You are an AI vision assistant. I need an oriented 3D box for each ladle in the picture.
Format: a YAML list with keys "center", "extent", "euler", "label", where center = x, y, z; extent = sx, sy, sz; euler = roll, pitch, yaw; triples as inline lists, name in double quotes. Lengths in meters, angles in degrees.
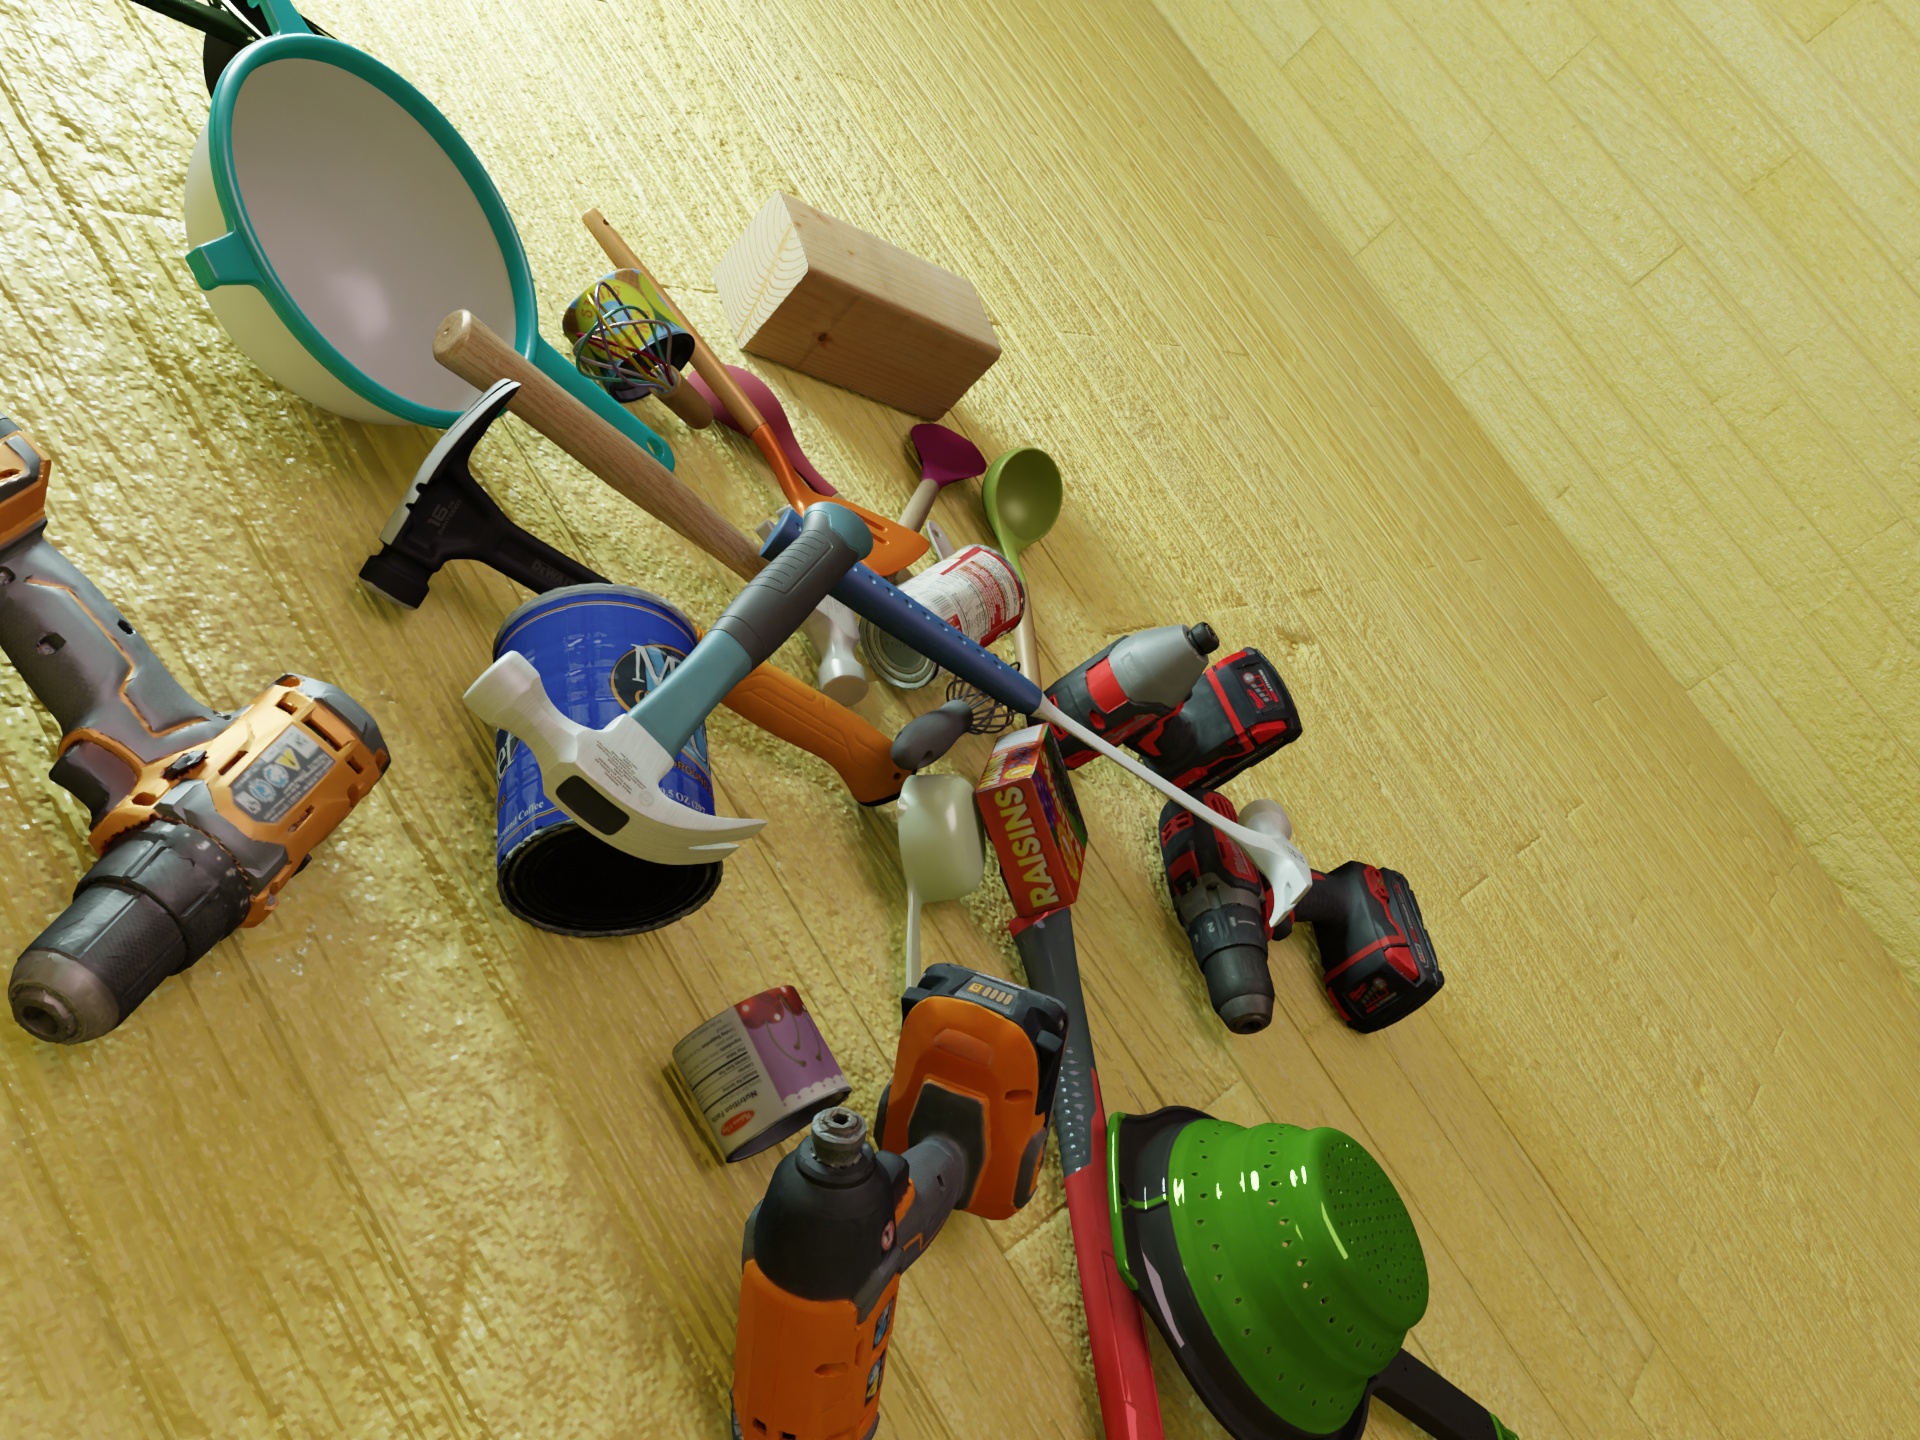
- center: [-0.076, -0.136, 1.124]
  extent: [0.315, 0.031, 0.069]
  euler: [49, 35, -3]
  label: "ladle"
- center: [0.056, -0.087, 1.205]
  extent: [0.078, 0.062, 0.320]
  euler: [41, 33, -40]
  label: "ladle"

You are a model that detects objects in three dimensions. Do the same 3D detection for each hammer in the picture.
- center: [-0.149, -0.047, 0.880]
  extent: [0.336, 0.127, 0.034]
  euler: [33, -4, -33]
  label: "hammer"
- center: [-0.110, -0.039, 0.781]
  extent: [0.128, 0.033, 0.331]
  euler: [47, 29, -10]
  label: "hammer"
- center: [0.056, -0.004, 0.985]
  extent: [0.405, 0.035, 0.144]
  euler: [33, 17, -13]
  label: "hammer"
- center: [0.085, 0.267, 0.880]
  extent: [0.143, 0.038, 0.387]
  euler: [27, 38, -33]
  label: "hammer"
- center: [-0.169, -0.130, 0.929]
  extent: [0.331, 0.031, 0.130]
  euler: [37, 28, -45]
  label: "hammer"

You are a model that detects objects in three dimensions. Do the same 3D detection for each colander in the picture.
- center: [0.244, 0.337, 0.907]
  extent: [0.396, 0.094, 0.205]
  euler: [40, 30, -27]
  label: "colander"

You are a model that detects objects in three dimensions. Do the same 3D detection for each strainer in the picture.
- center: [-0.401, -0.354, 0.883]
  extent: [0.151, 0.069, 0.256]
  euler: [45, 16, 11]
  label: "strainer"
- center: [-0.299, -0.217, 0.892]
  extent: [0.340, 0.095, 0.211]
  euler: [39, 41, -52]
  label: "strainer"

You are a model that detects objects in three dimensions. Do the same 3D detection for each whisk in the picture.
- center: [-0.184, -0.207, 0.963]
  extent: [0.047, 0.051, 0.245]
  euler: [28, 0, 4]
  label: "whisk"
- center: [0.000, -0.003, 1.010]
  extent: [0.055, 0.055, 0.239]
  euler: [50, 19, 1]
  label: "whisk"

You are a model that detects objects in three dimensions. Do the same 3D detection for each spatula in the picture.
- center: [-0.146, -0.221, 1.074]
  extent: [0.322, 0.041, 0.081]
  euler: [52, 34, -1]
  label: "spatula"

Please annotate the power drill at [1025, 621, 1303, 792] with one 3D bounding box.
- center: [0.155, -0.012, 1.142]
  extent: [0.219, 0.143, 0.079]
  euler: [13, 48, -57]
  label: "power drill"

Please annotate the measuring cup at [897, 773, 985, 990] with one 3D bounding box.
- center: [-0.010, 0.106, 0.913]
  extent: [0.083, 0.038, 0.168]
  euler: [66, 21, -52]
  label: "measuring cup"

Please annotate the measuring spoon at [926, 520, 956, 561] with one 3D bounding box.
- center: [-0.008, -0.105, 1.188]
  extent: [0.034, 0.018, 0.124]
  euler: [20, 35, -39]
  label: "measuring spoon"

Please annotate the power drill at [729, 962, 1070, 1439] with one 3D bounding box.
- center: [-0.024, 0.199, 0.708]
  extent: [0.084, 0.164, 0.226]
  euler: [16, 25, 18]
  label: "power drill"

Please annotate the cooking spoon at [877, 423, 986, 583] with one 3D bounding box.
- center: [-0.028, -0.166, 1.192]
  extent: [0.068, 0.017, 0.319]
  euler: [29, 28, -6]
  label: "cooking spoon"

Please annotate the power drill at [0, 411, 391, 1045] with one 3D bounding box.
- center: [-0.351, 0.000, 0.600]
  extent: [0.226, 0.084, 0.185]
  euler: [44, 33, -16]
  label: "power drill"

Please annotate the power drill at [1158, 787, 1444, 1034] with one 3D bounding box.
- center: [0.246, 0.160, 1.156]
  extent: [0.226, 0.080, 0.188]
  euler: [23, 40, -31]
  label: "power drill"
